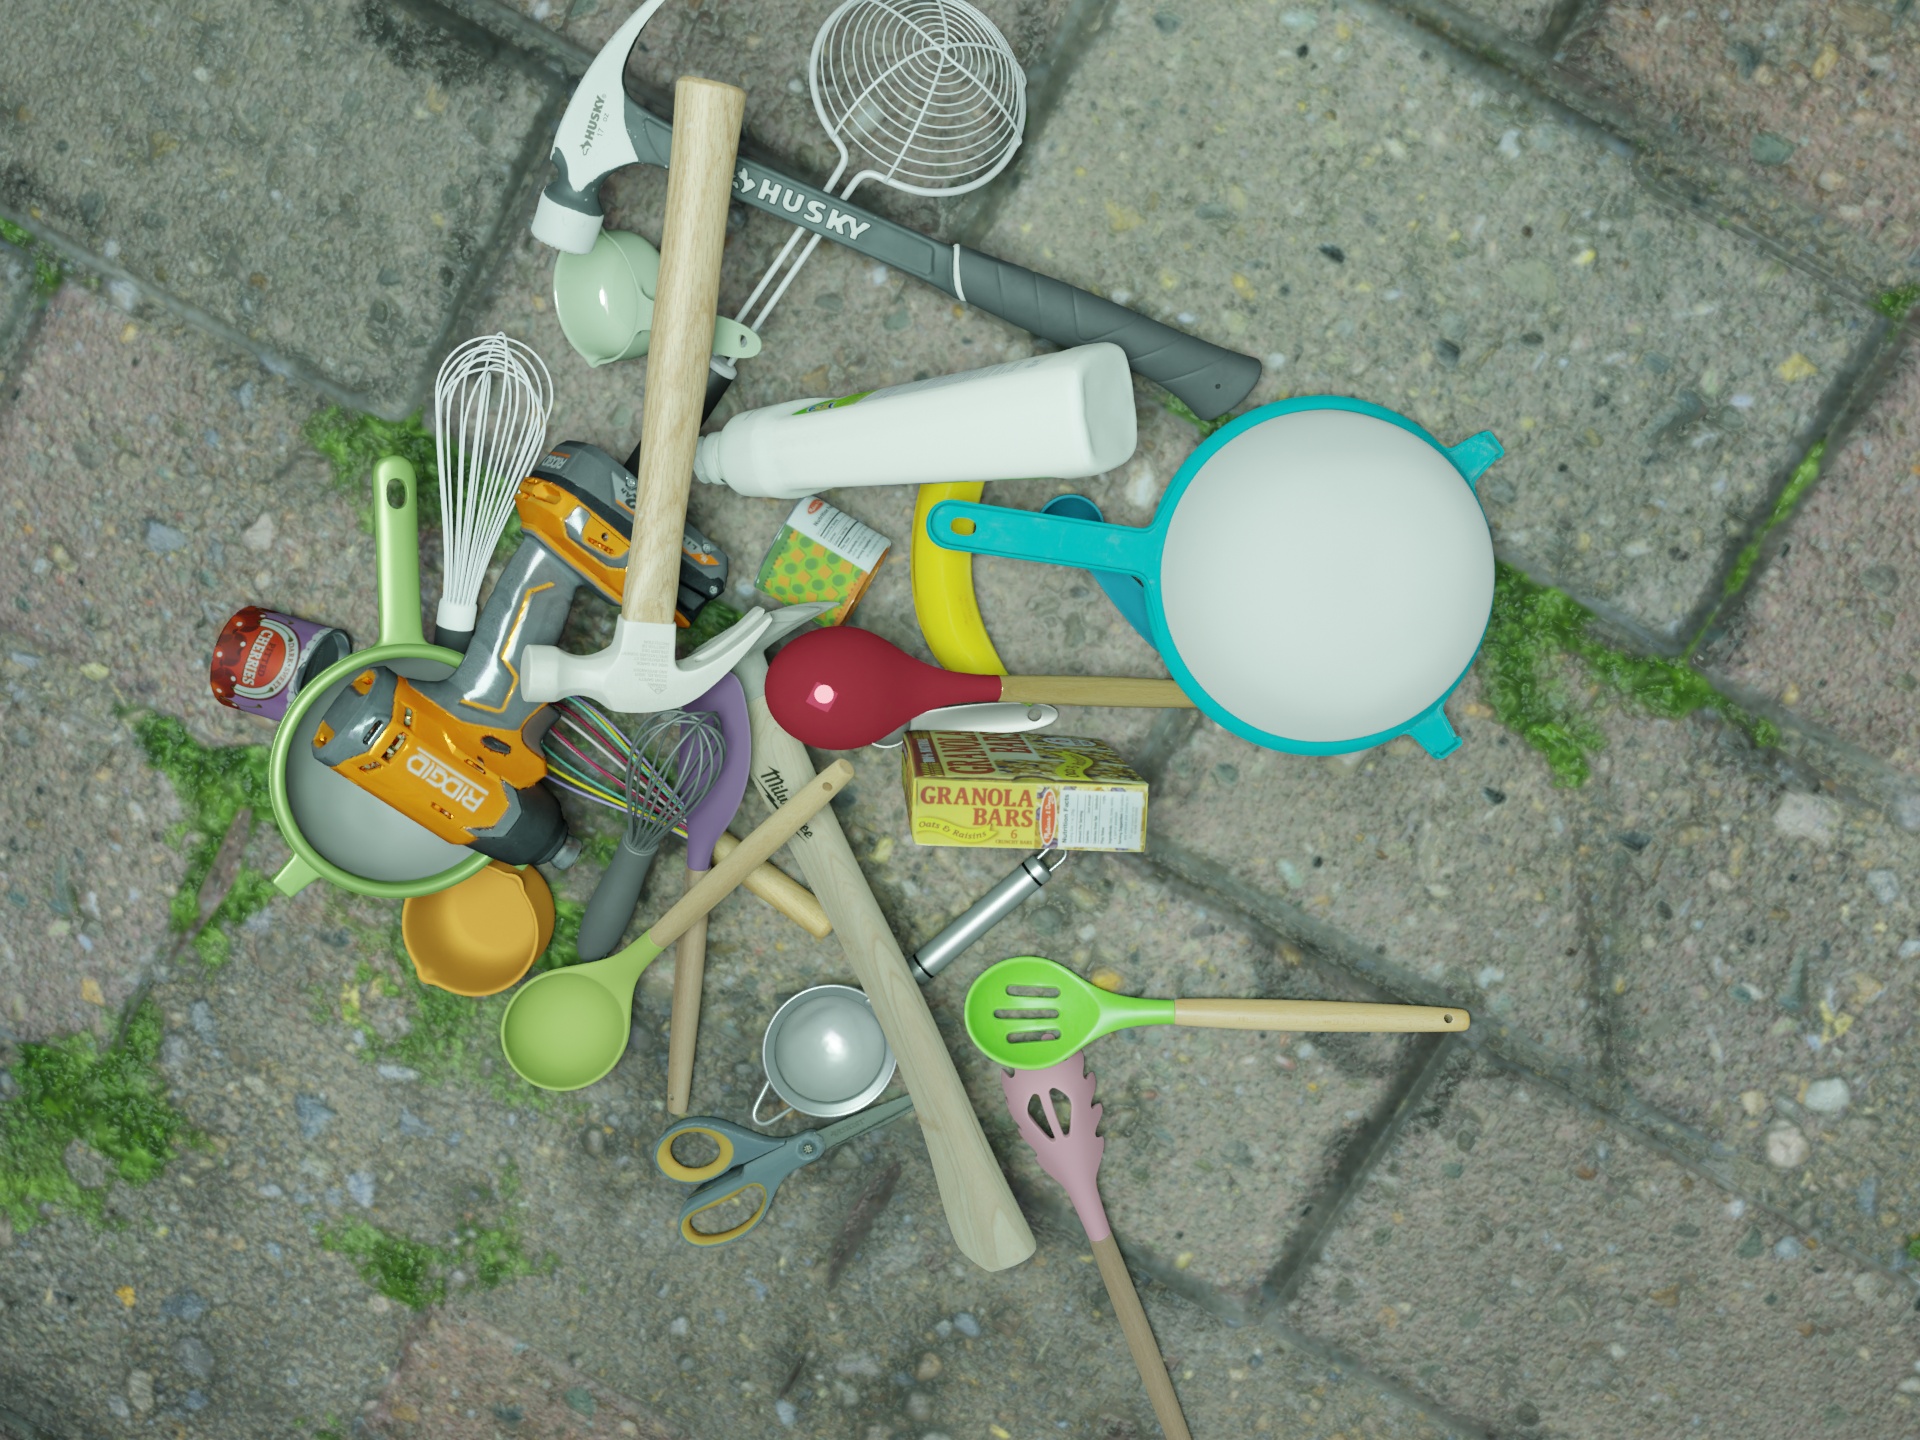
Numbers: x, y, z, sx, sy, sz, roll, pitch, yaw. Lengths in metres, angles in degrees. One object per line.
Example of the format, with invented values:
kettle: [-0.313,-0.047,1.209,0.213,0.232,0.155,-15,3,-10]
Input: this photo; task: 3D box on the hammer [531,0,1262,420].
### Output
hammer: [-0.017,-0.260,0.878,0.408,0.036,0.149,19,116,-15]

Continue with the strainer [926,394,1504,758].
strainer: [0.153,-0.090,0.886,0.340,0.095,0.211,7,93,-7]

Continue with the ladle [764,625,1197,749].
ladle: [0.045,-0.016,0.916,0.315,0.031,0.069,1,87,-20]

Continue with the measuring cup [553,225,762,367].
measuring cup: [-0.165,-0.234,0.912,0.168,0.038,0.083,23,119,30]

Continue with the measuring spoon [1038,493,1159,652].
measuring spoon: [0.094,-0.085,0.966,0.042,0.021,0.128,-41,103,10]

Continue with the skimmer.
skimmer: [-0.102,-0.263,0.942,0.127,0.090,0.363,37,111,-8]

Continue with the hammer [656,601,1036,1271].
hammer: [-0.048,0.131,0.942,0.146,0.038,0.410,-26,89,38]

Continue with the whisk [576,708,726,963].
whisk: [-0.194,0.076,0.956,0.055,0.055,0.238,30,129,-1]

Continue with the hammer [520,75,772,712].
hammer: [-0.150,-0.164,0.843,0.130,0.031,0.331,3,107,-25]

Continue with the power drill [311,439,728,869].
power drill: [-0.237,-0.029,0.917,0.164,0.084,0.226,41,79,-32]

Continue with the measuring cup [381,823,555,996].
measuring cup: [-0.333,0.096,1.011,0.173,0.052,0.095,44,100,-1]

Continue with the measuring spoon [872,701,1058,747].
measuring spoon: [-0.002,-0.003,0.987,0.124,0.018,0.034,-2,112,-2]

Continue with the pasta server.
pasta server: [0.099,0.353,1.033,0.060,0.040,0.316,-19,101,8]

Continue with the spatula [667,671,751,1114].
spatula: [-0.162,0.113,0.981,0.060,0.018,0.315,25,118,32]

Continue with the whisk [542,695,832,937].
whisk: [-0.177,0.056,0.998,0.245,0.047,0.051,37,112,-6]

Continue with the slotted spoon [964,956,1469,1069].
slotted spoon: [0.159,0.186,0.996,0.314,0.031,0.070,1,76,2]

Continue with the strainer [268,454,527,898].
strainer: [-0.336,-0.026,0.940,0.151,0.069,0.256,-5,98,-33]

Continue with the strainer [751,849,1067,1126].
strainer: [-0.031,0.163,1.003,0.258,0.050,0.087,-40,101,4]

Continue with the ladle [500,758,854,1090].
ladle: [-0.169,0.123,0.946,0.078,0.062,0.320,42,121,-11]

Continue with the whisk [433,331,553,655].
whisk: [-0.304,-0.096,0.975,0.070,0.070,0.284,15,105,2]
